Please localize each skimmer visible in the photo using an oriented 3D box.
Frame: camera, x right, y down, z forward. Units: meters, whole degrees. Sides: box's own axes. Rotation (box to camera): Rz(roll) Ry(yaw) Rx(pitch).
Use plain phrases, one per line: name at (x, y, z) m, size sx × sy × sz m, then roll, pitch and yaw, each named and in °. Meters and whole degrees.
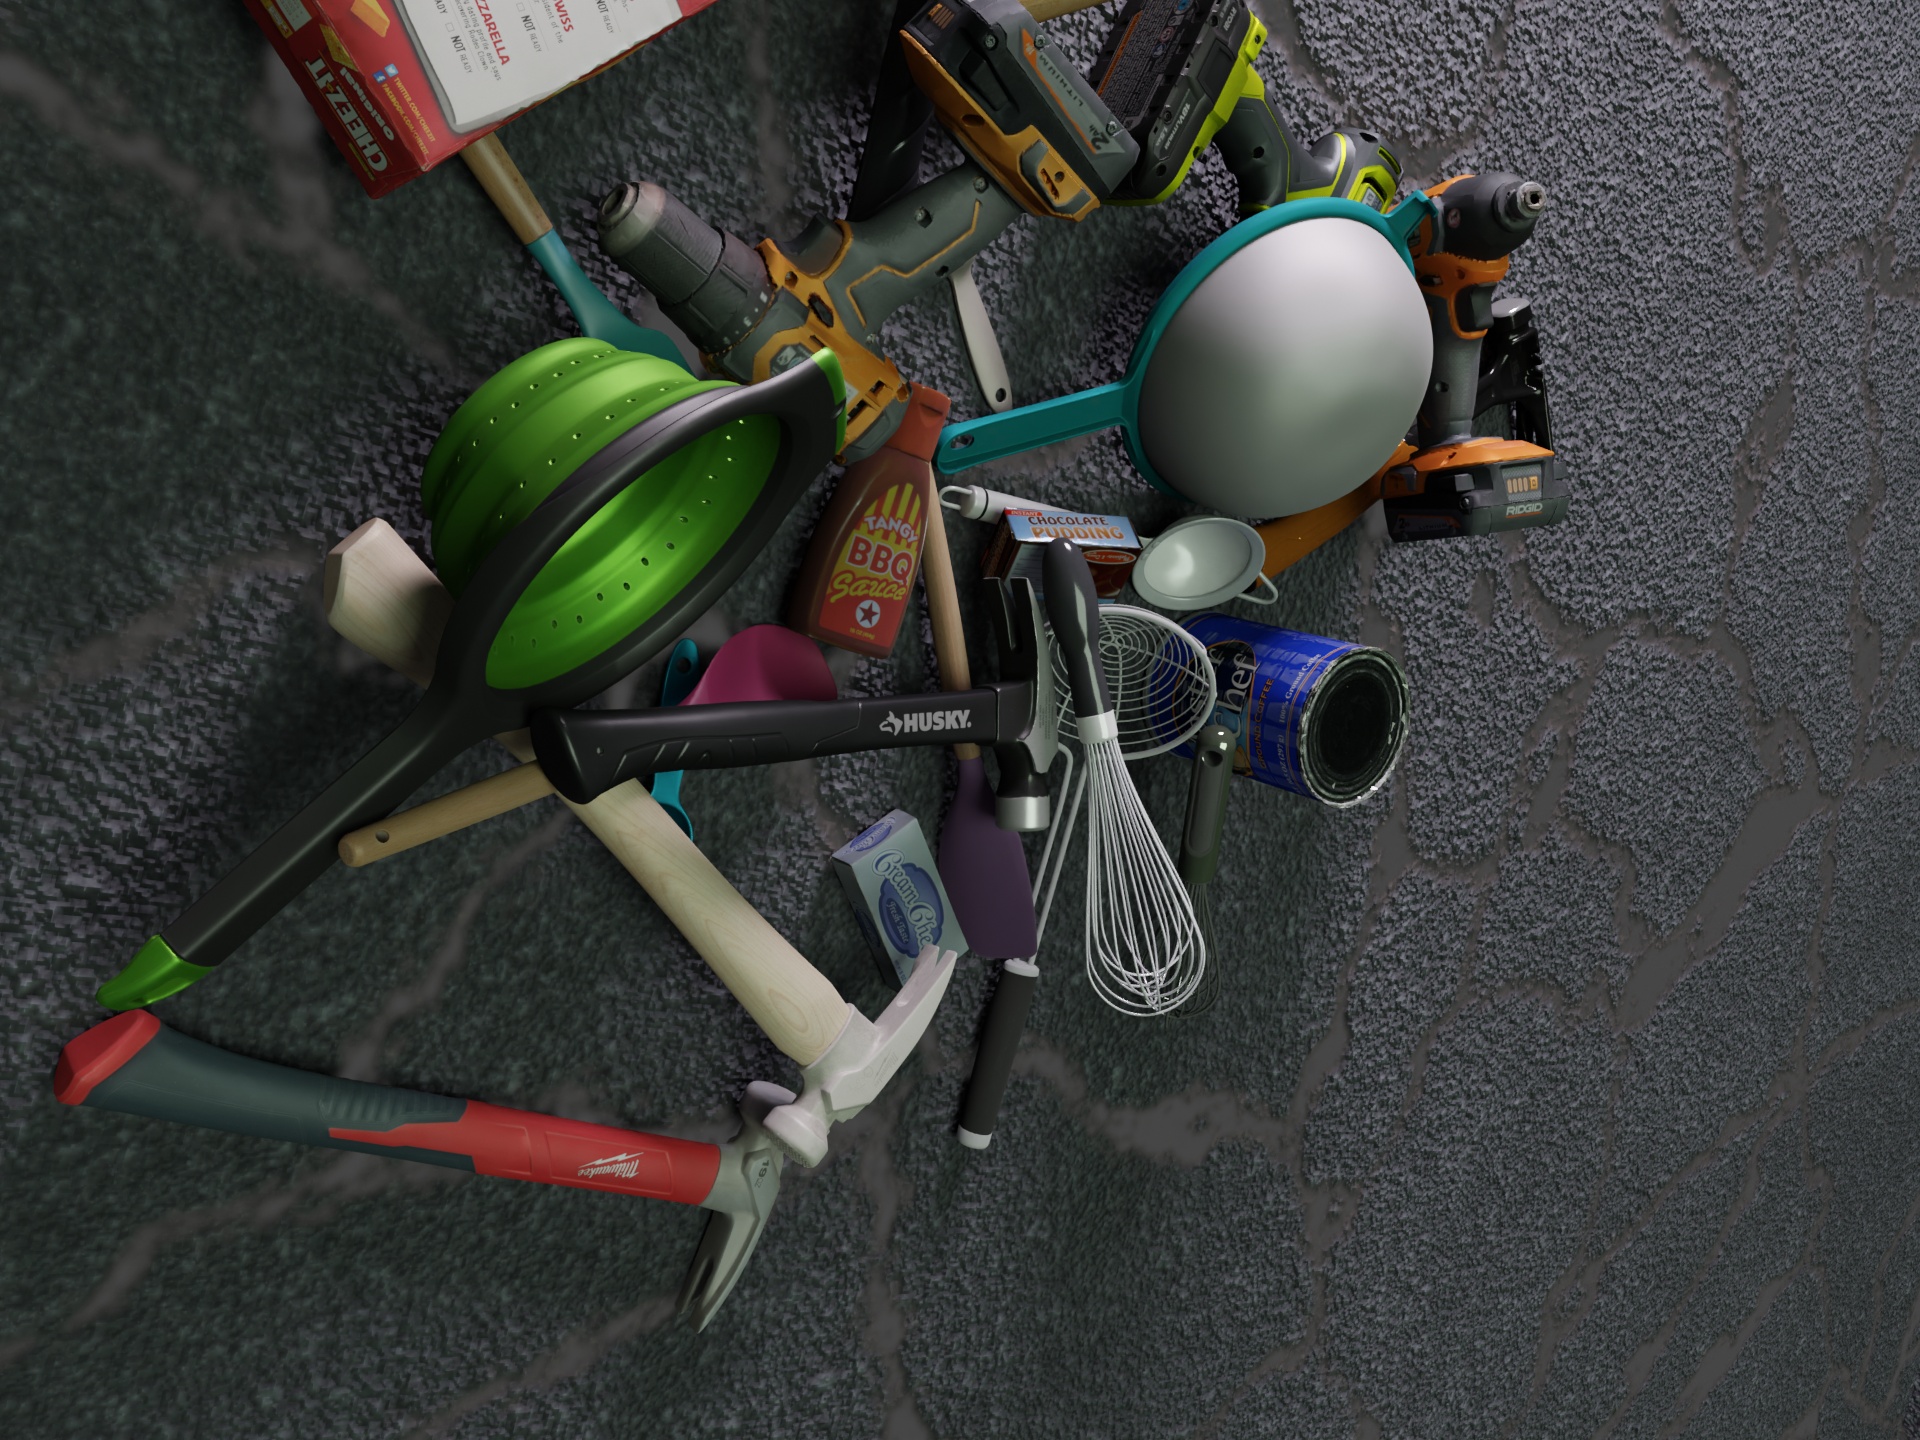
skimmer at (0.056, 0.104, 0.983) m, size 0.127 × 0.090 × 0.363 m, roll 15°, pitch 96°, yaw -7°

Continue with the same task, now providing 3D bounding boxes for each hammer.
hammer at (0.308, -0.176, 1.134) m, size 0.337 × 0.034 × 0.127 m, roll -34°, pitch 119°, yaw -25°
hammer at (0.002, -0.419, 0.752) m, size 0.149 × 0.036 × 0.408 m, roll -7°, pitch 126°, yaw -39°
hammer at (-0.156, 0.054, 0.816) m, size 0.146 × 0.038 × 0.410 m, roll -51°, pitch 120°, yaw -23°
hammer at (-0.257, 0.226, 0.811) m, size 0.386 × 0.038 × 0.143 m, roll 24°, pitch 89°, yaw -39°
hammer at (-0.068, -0.002, 0.816) m, size 0.334 × 0.035 × 0.146 m, roll -4°, pitch 96°, yaw -46°

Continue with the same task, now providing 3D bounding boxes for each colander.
colander at (-0.223, -0.042, 0.680) m, size 0.397 × 0.204 × 0.094 m, roll -43°, pitch 82°, yaw -10°

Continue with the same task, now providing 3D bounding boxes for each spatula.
spatula at (-0.001, -0.003, 0.942) m, size 0.018 × 0.060 × 0.315 m, roll -39°, pitch 124°, yaw -62°
spatula at (-0.214, -0.243, 0.729) m, size 0.082 × 0.044 × 0.317 m, roll -42°, pitch 119°, yaw -20°

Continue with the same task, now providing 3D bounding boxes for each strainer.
strainer at (0.095, -0.116, 0.985) m, size 0.258 × 0.050 × 0.087 m, roll 9°, pitch 140°, yaw -33°
strainer at (0.152, -0.179, 0.939) m, size 0.340 × 0.095 × 0.210 m, roll -18°, pitch 139°, yaw -20°

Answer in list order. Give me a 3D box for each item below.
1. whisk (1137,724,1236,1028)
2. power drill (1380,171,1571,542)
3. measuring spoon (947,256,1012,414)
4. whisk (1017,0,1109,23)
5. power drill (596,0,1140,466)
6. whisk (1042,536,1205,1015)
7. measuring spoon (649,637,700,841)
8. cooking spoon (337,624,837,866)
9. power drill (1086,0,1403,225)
whisk at (0.153, 0.107, 1.046) m, size 0.059 × 0.058 × 0.246 m, roll -59°, pitch 157°, yaw -53°
power drill at (0.328, -0.234, 1.025) m, size 0.084 × 0.164 × 0.226 m, roll -9°, pitch 95°, yaw -14°
measuring spoon at (0.012, -0.229, 0.905) m, size 0.034 × 0.018 × 0.124 m, roll -35°, pitch 121°, yaw -25°
whisk at (0.108, -0.401, 0.850) m, size 0.245 × 0.047 × 0.051 m, roll -17°, pitch 86°, yaw 2°
power drill at (-0.047, -0.252, 0.773) m, size 0.226 × 0.084 × 0.185 m, roll -44°, pitch 133°, yaw 14°
whisk at (0.084, 0.035, 0.916) m, size 0.070 × 0.070 × 0.284 m, roll -17°, pitch 98°, yaw -33°
measuring spoon at (-0.159, 0.019, 0.848) m, size 0.042 × 0.021 × 0.128 m, roll 11°, pitch 86°, yaw -36°
cooking spoon at (-0.162, 0.011, 0.768) m, size 0.319 × 0.017 × 0.069 m, roll -26°, pitch 92°, yaw -53°
power drill at (0.170, -0.321, 0.965) m, size 0.223 × 0.080 × 0.171 m, roll 29°, pitch 85°, yaw -41°
